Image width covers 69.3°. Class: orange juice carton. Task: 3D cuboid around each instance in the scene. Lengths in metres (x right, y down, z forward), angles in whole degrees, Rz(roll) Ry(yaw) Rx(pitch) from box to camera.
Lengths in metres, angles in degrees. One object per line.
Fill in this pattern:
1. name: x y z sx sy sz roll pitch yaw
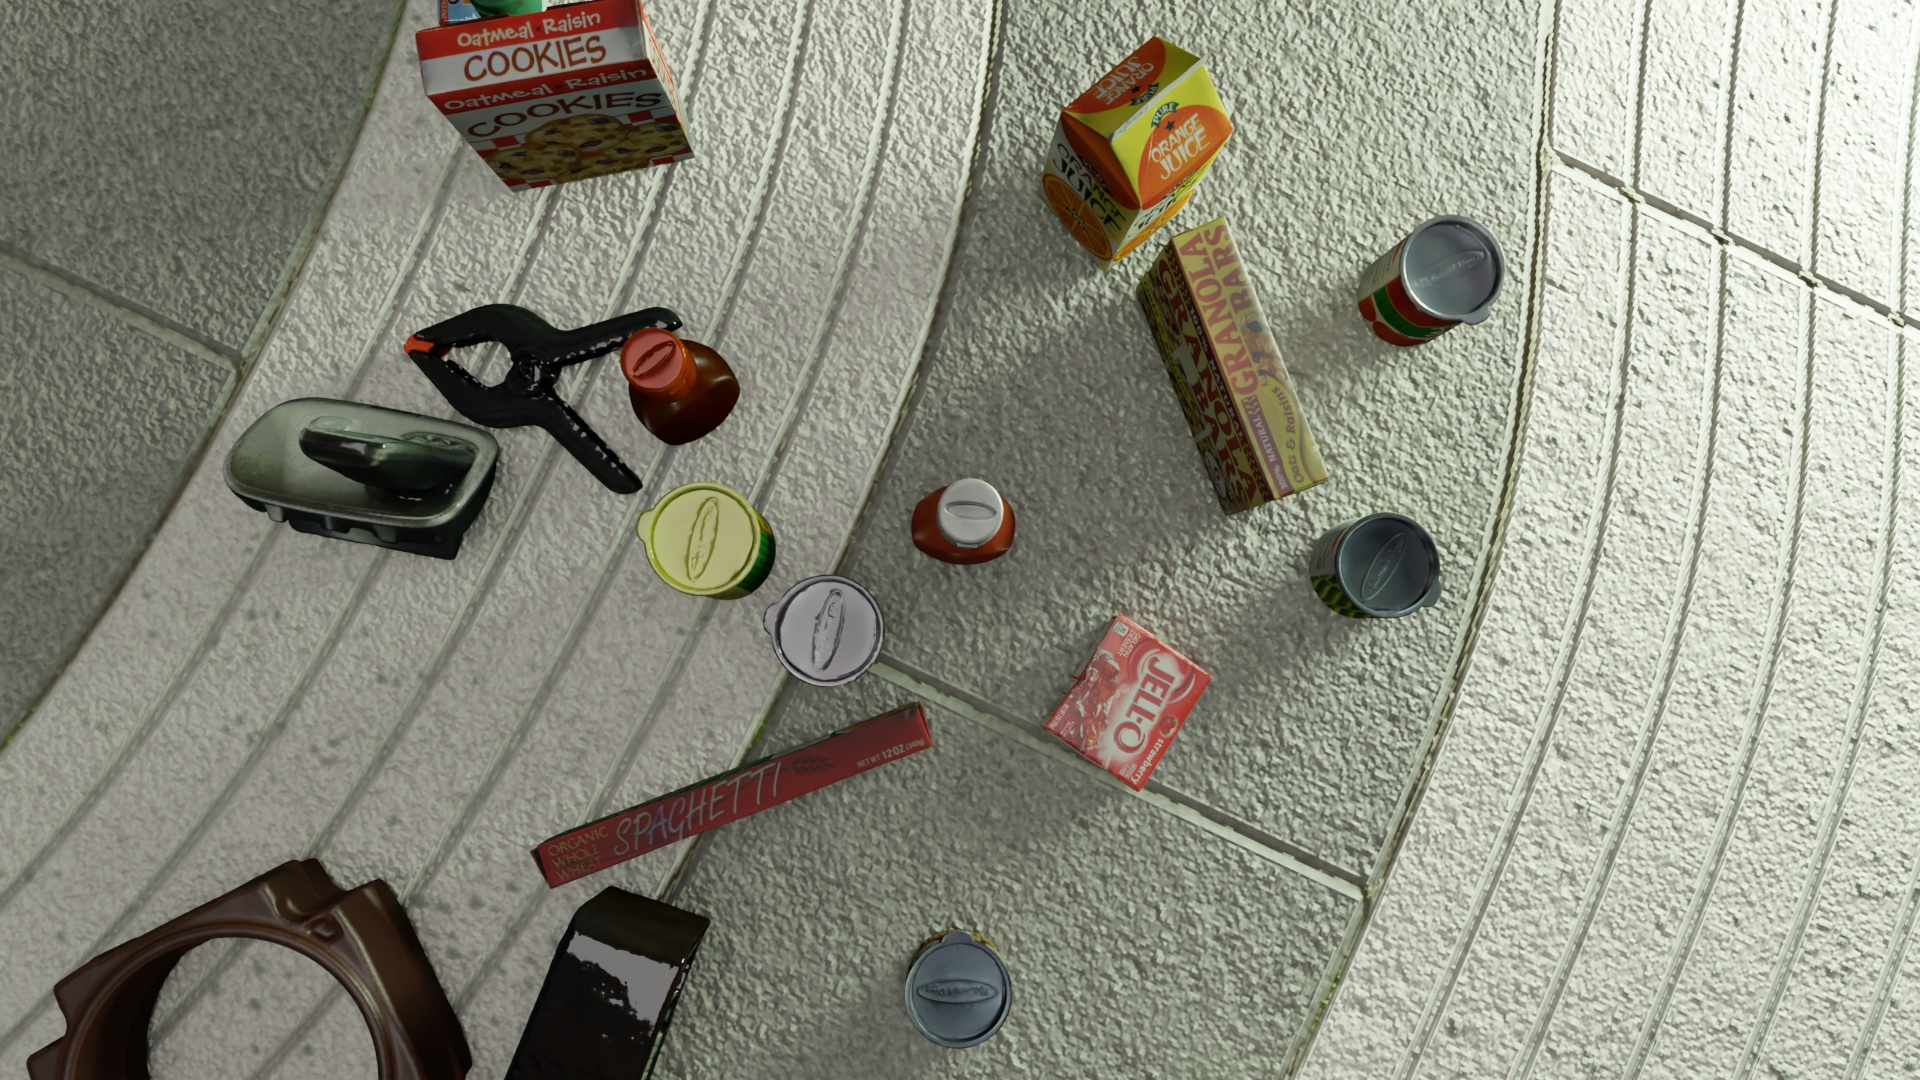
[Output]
1. orange juice carton: 0.103 -0.231 0.829 0.072 0.192 0.073 -40 89 -4

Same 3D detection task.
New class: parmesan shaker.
1. parmesan shaker: -0.152 0.001 0.845 0.071 0.103 0.071 0 86 -2

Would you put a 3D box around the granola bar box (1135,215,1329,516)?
1. granola bar box: 0.163 -0.101 0.855 0.039 0.124 0.165 -21 87 -3

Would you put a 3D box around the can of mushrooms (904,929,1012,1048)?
1. can of mushrooms: -0.002 0.276 0.865 0.071 0.033 0.071 0 86 -2

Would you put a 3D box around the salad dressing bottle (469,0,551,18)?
1. salad dressing bottle: -0.261 -0.308 0.842 0.064 0.147 0.044 24 86 -1

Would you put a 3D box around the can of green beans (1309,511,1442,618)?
1. can of green beans: 0.262 0.017 0.884 0.071 0.058 0.071 0 86 -2

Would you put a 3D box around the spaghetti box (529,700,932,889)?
1. spaghetti box: -0.137 0.156 0.861 0.250 0.050 0.028 -20 87 -4

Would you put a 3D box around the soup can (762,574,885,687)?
1. soup can: -0.082 0.054 0.854 0.071 0.083 0.071 0 86 -2

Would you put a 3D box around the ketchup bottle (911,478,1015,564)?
1. ketchup bottle: 0.003 -0.010 0.830 0.065 0.148 0.043 5 86 -2

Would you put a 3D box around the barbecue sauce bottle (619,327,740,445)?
1. barbecue sauce bottle: -0.170 -0.093 0.829 0.065 0.148 0.043 -39 89 -4

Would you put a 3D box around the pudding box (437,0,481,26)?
1. pudding box: -0.316 -0.362 0.893 0.030 0.049 0.083 -3 86 -2

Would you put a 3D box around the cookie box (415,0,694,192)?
1. cookie box: -0.235 -0.263 0.830 0.123 0.167 0.040 -11 87 -3

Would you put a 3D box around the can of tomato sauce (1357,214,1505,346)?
1. can of tomato sauce: 0.300 -0.162 0.886 0.071 0.083 0.071 0 86 -2
